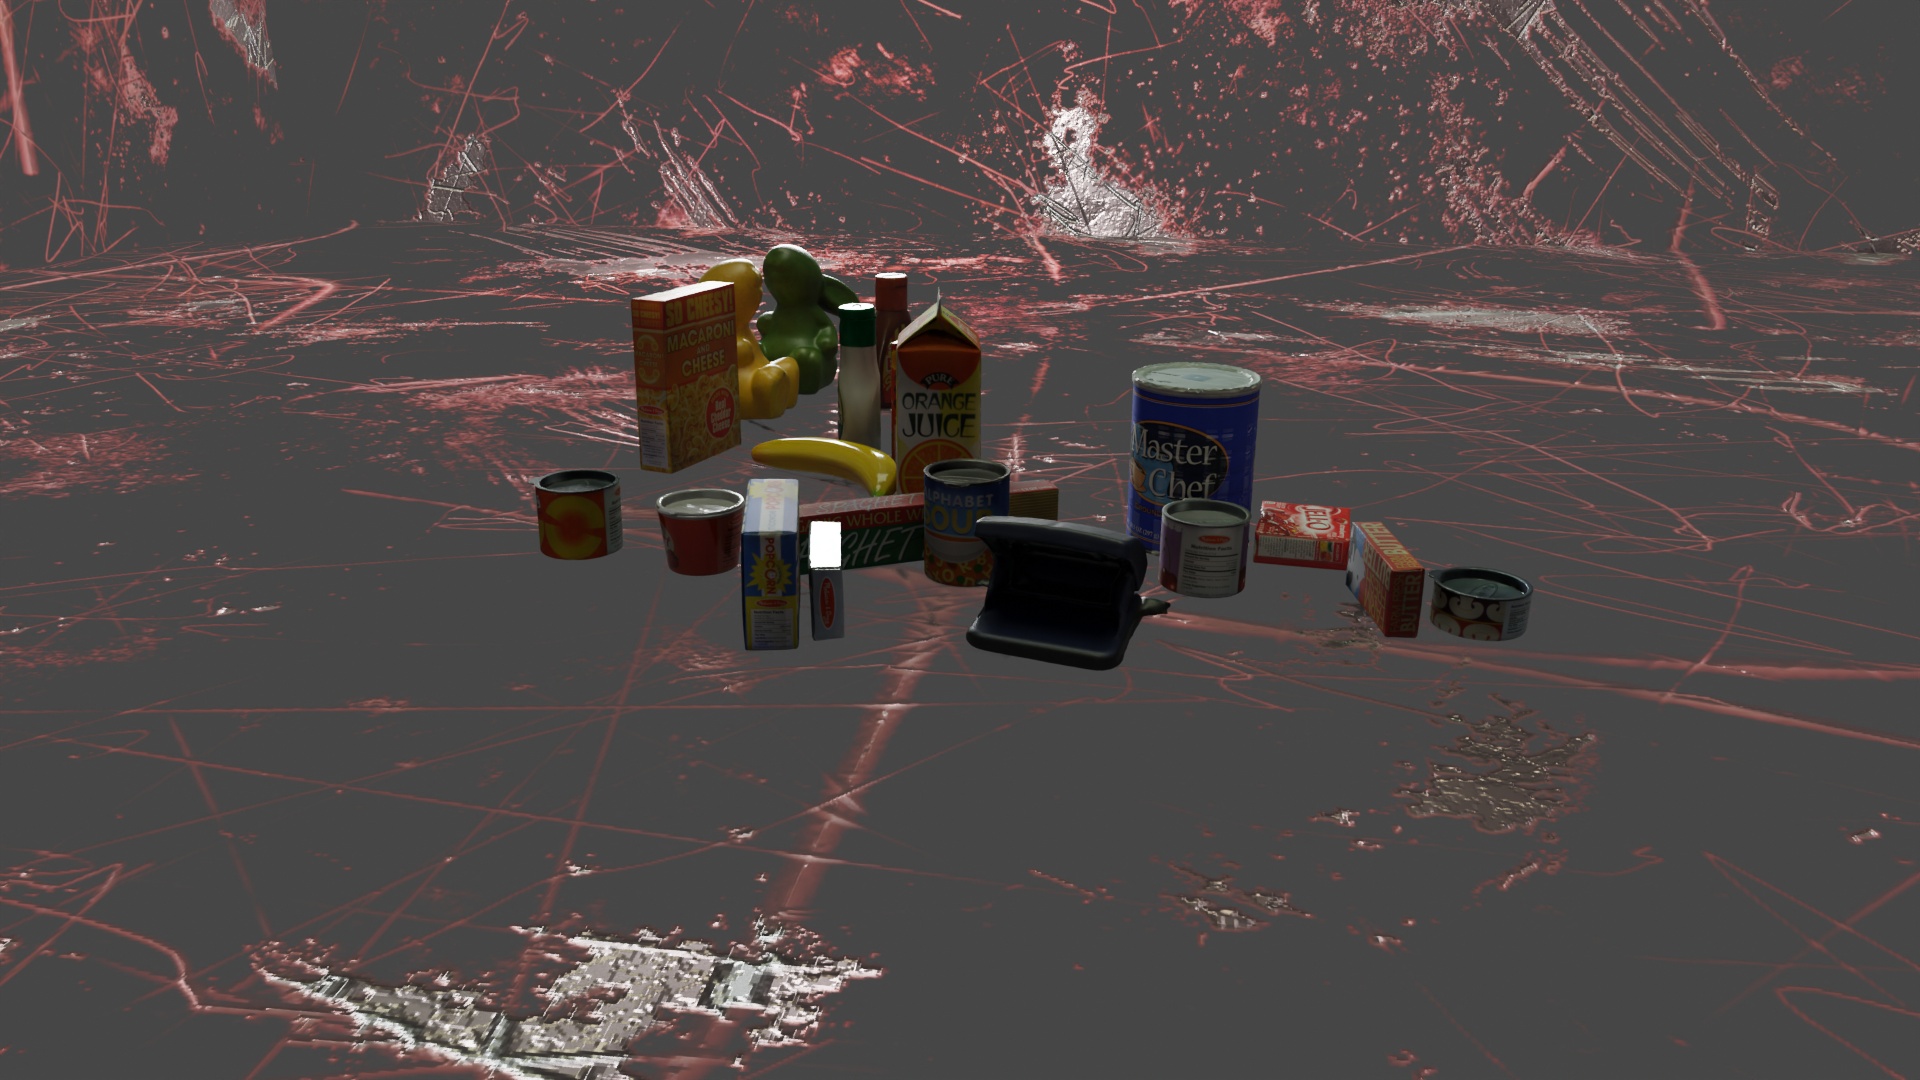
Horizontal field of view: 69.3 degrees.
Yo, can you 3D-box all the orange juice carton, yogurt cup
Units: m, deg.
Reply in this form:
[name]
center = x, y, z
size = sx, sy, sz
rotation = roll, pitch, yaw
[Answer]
[orange juice carton]
center = -0.019, -0.118, 1.197
size = 0.073, 0.192, 0.072
rotation = 0, 19, 0
[yogurt cup]
center = -0.201, -0.006, 1.079
size = 0.072, 0.053, 0.072
rotation = 0, 19, 0

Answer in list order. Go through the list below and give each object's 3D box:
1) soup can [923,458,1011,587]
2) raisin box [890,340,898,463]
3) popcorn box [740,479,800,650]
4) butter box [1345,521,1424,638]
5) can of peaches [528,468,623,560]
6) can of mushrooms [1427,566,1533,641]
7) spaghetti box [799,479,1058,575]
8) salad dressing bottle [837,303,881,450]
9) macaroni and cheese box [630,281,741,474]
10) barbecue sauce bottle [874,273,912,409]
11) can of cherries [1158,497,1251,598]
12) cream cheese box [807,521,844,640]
[soup can]
center = 0.004, -0.013, 1.059
size = 0.071, 0.083, 0.071
rotation = 0, 19, 0
[raisin box]
center = -0.035, -0.140, 1.366
size = 0.040, 0.123, 0.086
rotation = 8, 20, 21
[popcorn box]
center = -0.132, 0.014, 0.973
size = 0.038, 0.085, 0.127
rotation = -2, 19, -6
[butter box]
center = 0.304, 0.027, 0.997
size = 0.024, 0.053, 0.104
rotation = 0, 19, -1
[can of peaches]
center = -0.307, -0.021, 1.113
size = 0.071, 0.057, 0.071
rotation = 0, 19, 0
[can of mushrooms]
center = 0.364, 0.044, 0.979
size = 0.071, 0.033, 0.071
rotation = 0, 19, 0
[spaghetti box]
center = -0.040, -0.010, 1.100
size = 0.251, 0.050, 0.029
rotation = -7, 20, -20
[salad dressing bottle]
center = -0.102, -0.161, 1.386
size = 0.044, 0.147, 0.064
rotation = 1, 19, 0
[macaroni and cheese box]
center = -0.267, -0.162, 1.356
size = 0.040, 0.165, 0.124
rotation = 9, 20, 23
[barbecue sauce bottle]
center = -0.078, -0.227, 1.578
size = 0.065, 0.148, 0.044
rotation = -16, 24, -40
[can of cherries]
center = 0.184, 0.005, 1.049
size = 0.071, 0.058, 0.072
rotation = 0, 19, 0
[cream cheese box]
center = -0.095, 0.027, 0.986
size = 0.024, 0.053, 0.104
rotation = -1, 19, -5
